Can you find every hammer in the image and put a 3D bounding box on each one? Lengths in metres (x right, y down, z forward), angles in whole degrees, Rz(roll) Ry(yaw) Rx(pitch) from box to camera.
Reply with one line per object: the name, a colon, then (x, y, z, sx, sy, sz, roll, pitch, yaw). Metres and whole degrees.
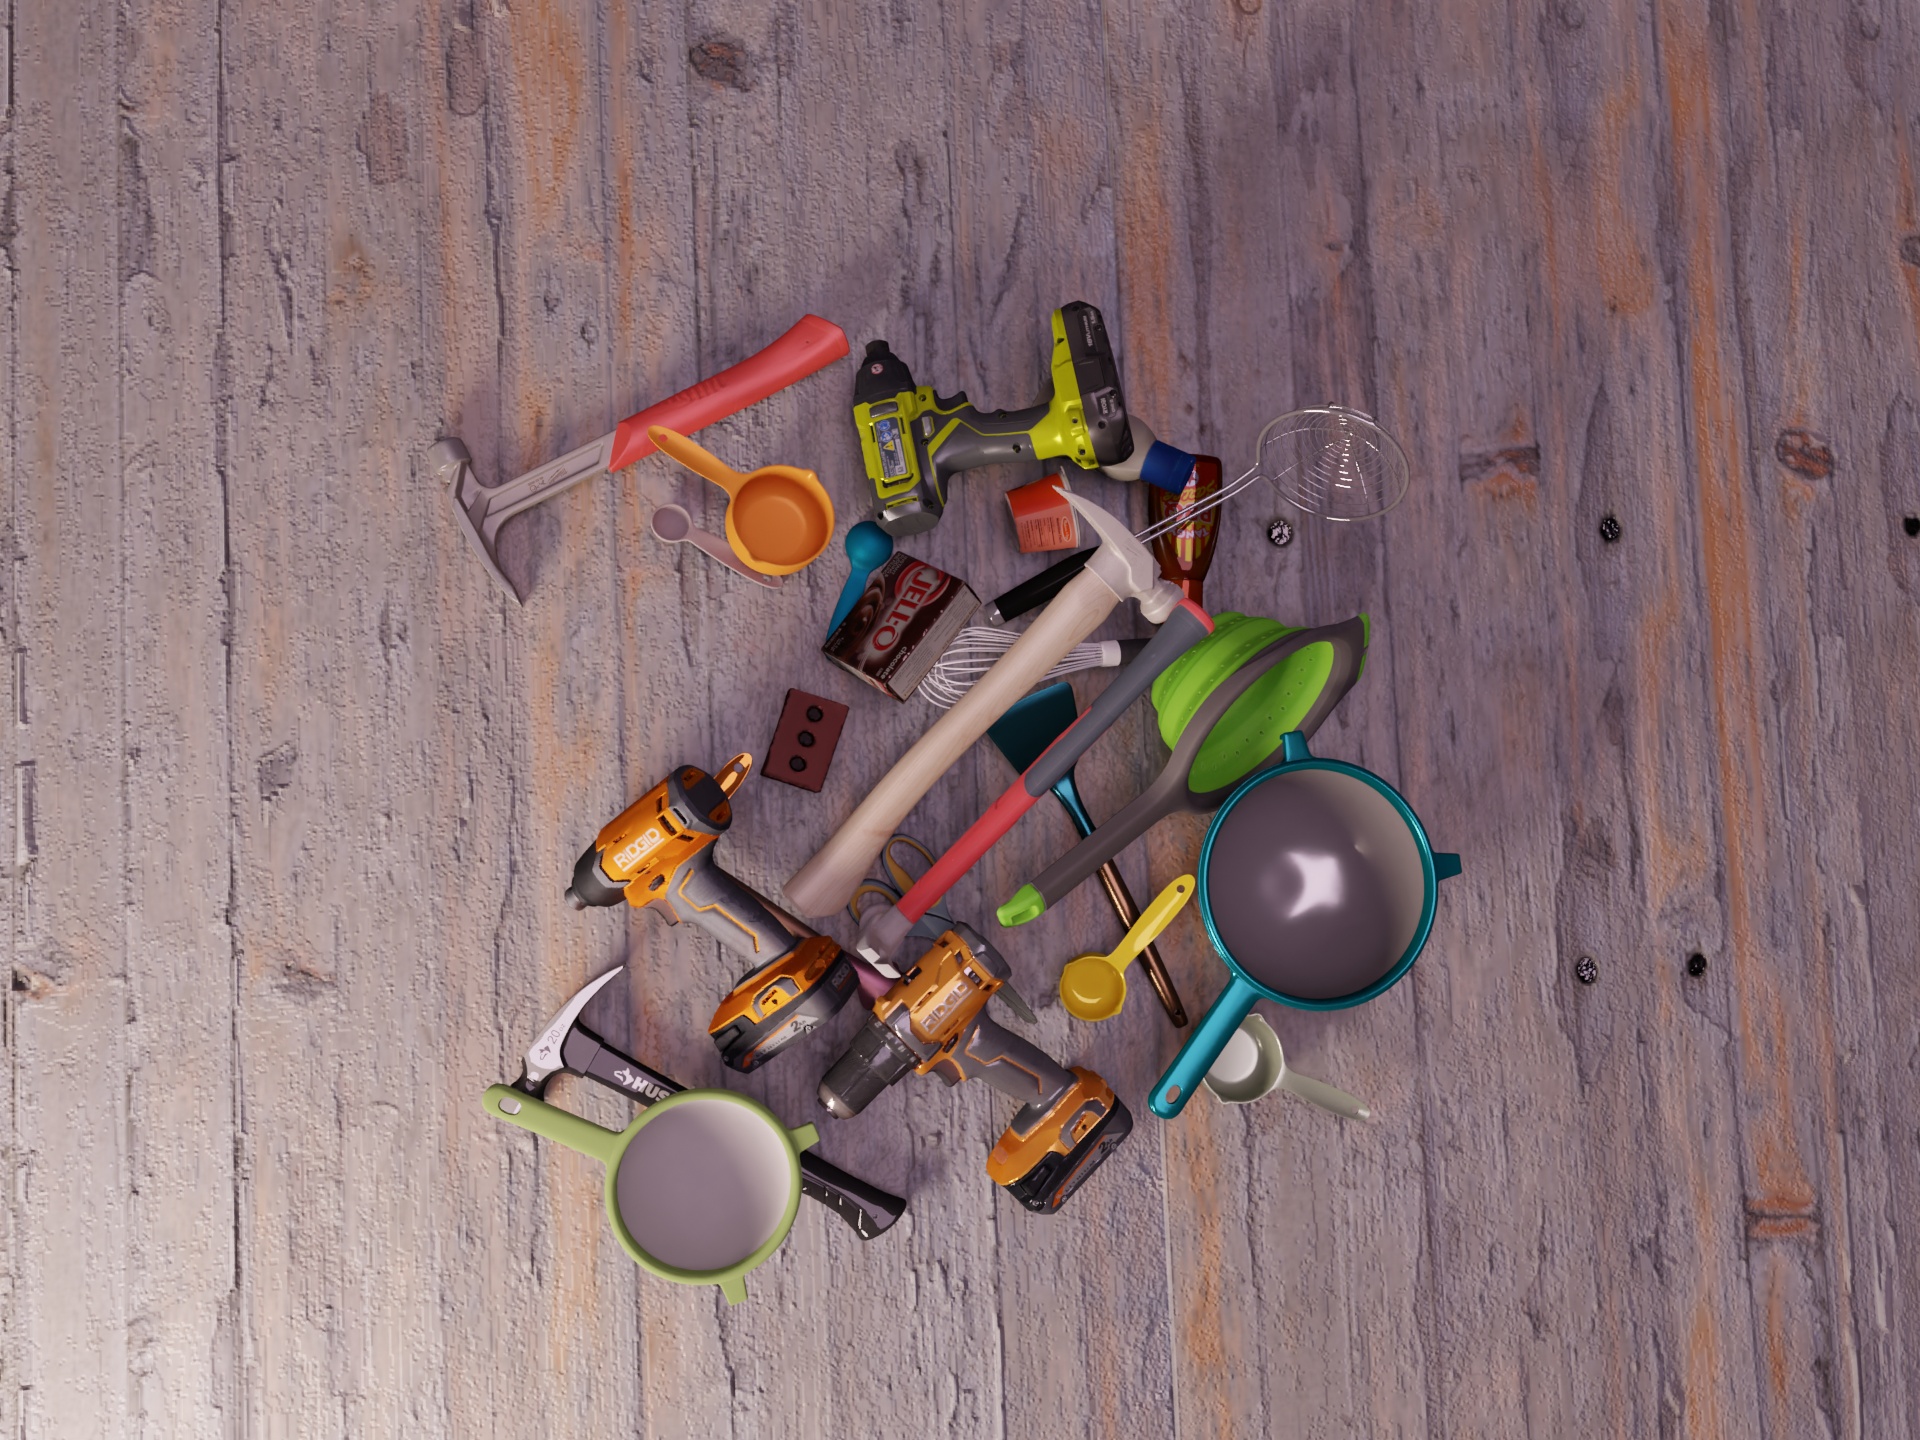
hammer: (-0.194, 0.328, 1.305, 0.334, 0.035, 0.146, 30, 82, -6)
hammer: (-0.002, -0.004, 1.304, 0.410, 0.038, 0.146, -47, 113, 0)
hammer: (-0.253, -0.238, 1.339, 0.359, 0.037, 0.149, -28, 90, -10)
hammer: (0.062, 0.051, 1.269, 0.038, 0.143, 0.386, 44, 89, -6)

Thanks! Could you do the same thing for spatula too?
spatula: (0.123, 0.123, 1.368, 0.082, 0.044, 0.317, -27, 91, -6)

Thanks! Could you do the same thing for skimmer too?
skimmer: (0.191, -0.154, 1.332, 0.363, 0.090, 0.127, -27, 132, 8)

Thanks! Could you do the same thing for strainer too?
strainer: (-0.249, 0.337, 1.243, 0.256, 0.069, 0.151, 25, 86, -6)
strainer: (0.255, 0.190, 1.357, 0.211, 0.095, 0.340, 38, 81, -4)

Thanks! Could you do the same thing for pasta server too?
pasta server: (-0.137, 0.175, 1.326, 0.316, 0.040, 0.060, 34, 81, -4)

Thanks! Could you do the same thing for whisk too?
whisk: (0.097, -0.054, 1.374, 0.284, 0.070, 0.070, -6, 87, -14)

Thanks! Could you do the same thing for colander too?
colander: (0.167, 0.023, 1.332, 0.397, 0.204, 0.095, -37, 61, -12)

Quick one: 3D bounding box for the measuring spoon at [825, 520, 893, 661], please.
measuring spoon: (-0.091, -0.112, 1.362, 0.042, 0.021, 0.129, 19, 82, -7)

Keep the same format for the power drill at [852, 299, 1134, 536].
power drill: (0.022, -0.264, 1.339, 0.223, 0.080, 0.171, -13, 75, 9)

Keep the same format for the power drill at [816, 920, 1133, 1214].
power drill: (0.010, 0.302, 1.297, 0.185, 0.084, 0.226, -44, 106, -10)

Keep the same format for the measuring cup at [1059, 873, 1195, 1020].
measuring cup: (0.145, 0.189, 1.356, 0.062, 0.029, 0.156, 41, 95, -2)

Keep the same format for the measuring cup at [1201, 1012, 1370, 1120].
measuring cup: (0.277, 0.309, 1.382, 0.167, 0.038, 0.083, 25, 82, -8)

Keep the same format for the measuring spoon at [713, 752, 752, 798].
measuring spoon: (-0.214, 0.073, 1.336, 0.021, 0.011, 0.117, 40, 77, -7)

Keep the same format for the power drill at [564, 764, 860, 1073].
power drill: (-0.207, 0.166, 1.276, 0.164, 0.084, 0.226, -36, 95, 22)

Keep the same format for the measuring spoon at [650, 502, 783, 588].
measuring spoon: (-0.207, -0.143, 1.352, 0.124, 0.018, 0.034, 29, 68, -13)

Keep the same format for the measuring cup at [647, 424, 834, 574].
measuring cup: (-0.189, -0.188, 1.331, 0.173, 0.052, 0.095, 33, 74, -9)
